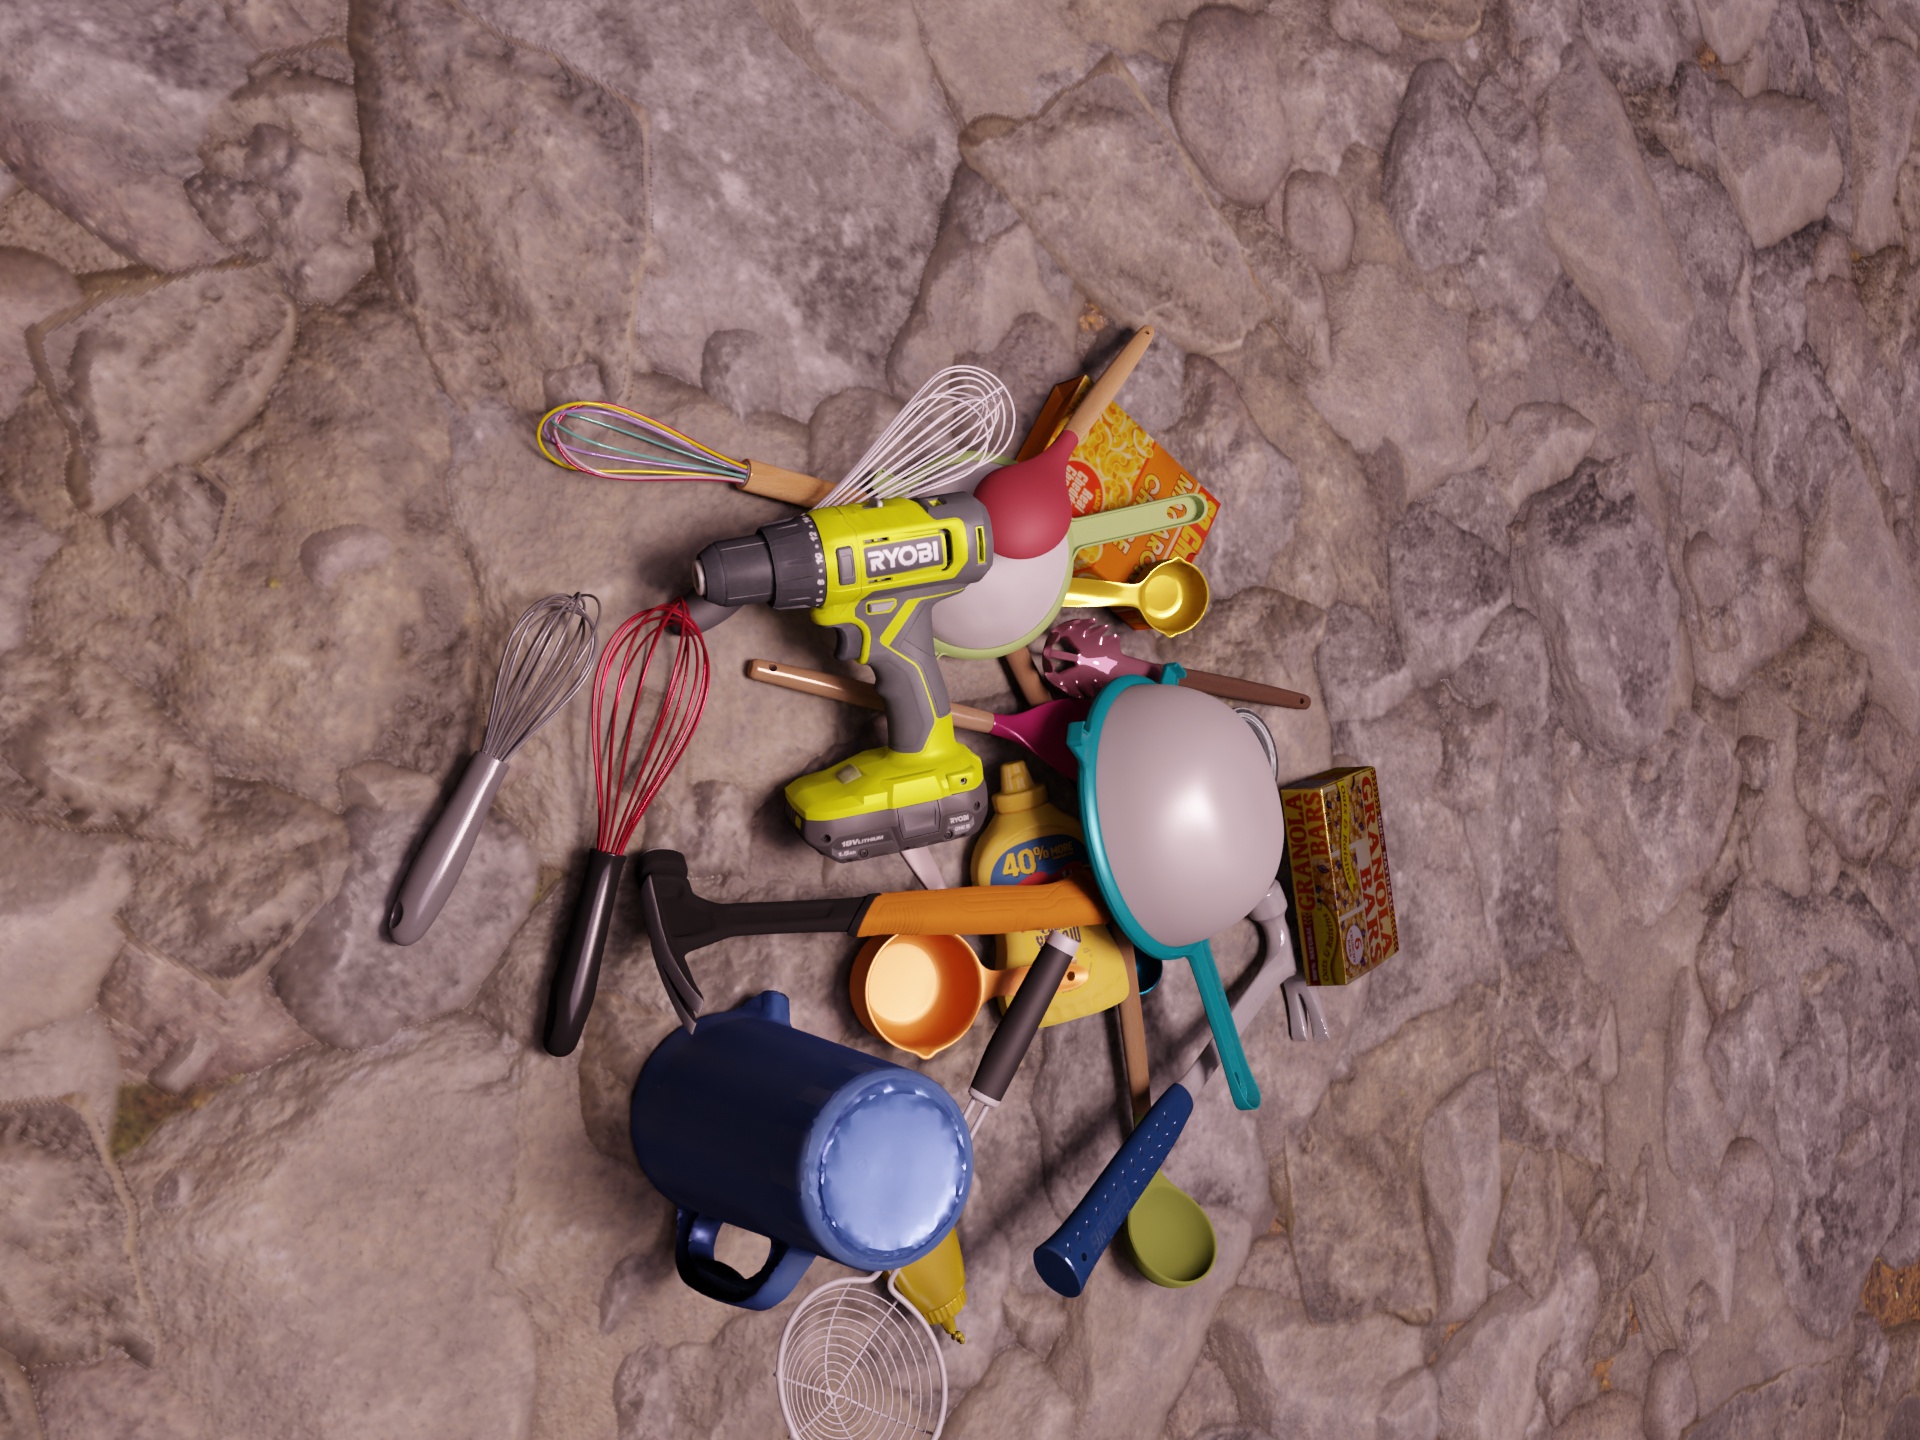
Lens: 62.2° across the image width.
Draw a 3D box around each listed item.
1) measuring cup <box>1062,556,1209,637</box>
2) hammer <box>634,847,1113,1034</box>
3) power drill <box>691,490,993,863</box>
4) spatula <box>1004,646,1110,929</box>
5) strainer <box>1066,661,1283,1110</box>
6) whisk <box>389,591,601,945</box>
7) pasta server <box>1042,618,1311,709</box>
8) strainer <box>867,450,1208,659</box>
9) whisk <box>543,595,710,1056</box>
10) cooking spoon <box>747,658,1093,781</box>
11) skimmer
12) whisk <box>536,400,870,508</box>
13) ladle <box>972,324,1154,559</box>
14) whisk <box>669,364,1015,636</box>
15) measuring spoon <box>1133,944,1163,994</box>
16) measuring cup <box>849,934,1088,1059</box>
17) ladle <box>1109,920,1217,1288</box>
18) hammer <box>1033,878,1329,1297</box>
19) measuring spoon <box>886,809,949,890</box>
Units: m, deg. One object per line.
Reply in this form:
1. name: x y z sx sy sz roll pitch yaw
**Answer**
1. measuring cup: 0.111 -0.097 1.205 0.156 0.029 0.062 2 101 -14
2. hammer: -0.039 0.133 1.053 0.336 0.034 0.127 0 43 -27
3. power drill: -0.070 -0.030 1.043 0.190 0.080 0.228 -11 109 -19
4. spatula: 0.067 0.016 1.208 0.082 0.044 0.317 -32 100 -31
5. strainer: 0.194 0.123 1.154 0.211 0.095 0.340 -28 102 -57
6. whisk: -0.280 0.026 0.957 0.055 0.055 0.239 31 75 -29
7. pasta server: 0.179 -0.033 1.267 0.316 0.040 0.060 9 92 -38
8. strainer: 0.068 -0.130 1.140 0.256 0.069 0.151 -14 97 -13
9. whisk: -0.215 0.064 0.993 0.073 0.073 0.296 17 83 -32
10. cooking spoon: -0.002 -0.004 1.140 0.318 0.017 0.069 13 65 -25
11. skimmer: -0.002 0.309 1.034 0.127 0.090 0.363 30 84 -19
12. whisk: -0.165 -0.166 1.054 0.244 0.051 0.047 10 103 -37
13. ladle: 0.089 -0.216 1.157 0.069 0.031 0.315 31 46 2
14. whisk: -0.080 -0.146 1.069 0.284 0.070 0.070 -38 109 -12
15. measuring spoon: 0.138 0.149 1.241 0.042 0.021 0.128 3 93 -17
16. measuring cup: 0.004 0.184 1.125 0.173 0.052 0.095 0 87 -26
17. ladle: 0.144 0.275 1.215 0.078 0.062 0.320 -11 96 -37
18. hammer: 0.175 0.282 1.198 0.405 0.035 0.144 -39 110 -46
19. measuring spoon: -0.023 0.104 1.143 0.034 0.018 0.124 -40 108 -29
